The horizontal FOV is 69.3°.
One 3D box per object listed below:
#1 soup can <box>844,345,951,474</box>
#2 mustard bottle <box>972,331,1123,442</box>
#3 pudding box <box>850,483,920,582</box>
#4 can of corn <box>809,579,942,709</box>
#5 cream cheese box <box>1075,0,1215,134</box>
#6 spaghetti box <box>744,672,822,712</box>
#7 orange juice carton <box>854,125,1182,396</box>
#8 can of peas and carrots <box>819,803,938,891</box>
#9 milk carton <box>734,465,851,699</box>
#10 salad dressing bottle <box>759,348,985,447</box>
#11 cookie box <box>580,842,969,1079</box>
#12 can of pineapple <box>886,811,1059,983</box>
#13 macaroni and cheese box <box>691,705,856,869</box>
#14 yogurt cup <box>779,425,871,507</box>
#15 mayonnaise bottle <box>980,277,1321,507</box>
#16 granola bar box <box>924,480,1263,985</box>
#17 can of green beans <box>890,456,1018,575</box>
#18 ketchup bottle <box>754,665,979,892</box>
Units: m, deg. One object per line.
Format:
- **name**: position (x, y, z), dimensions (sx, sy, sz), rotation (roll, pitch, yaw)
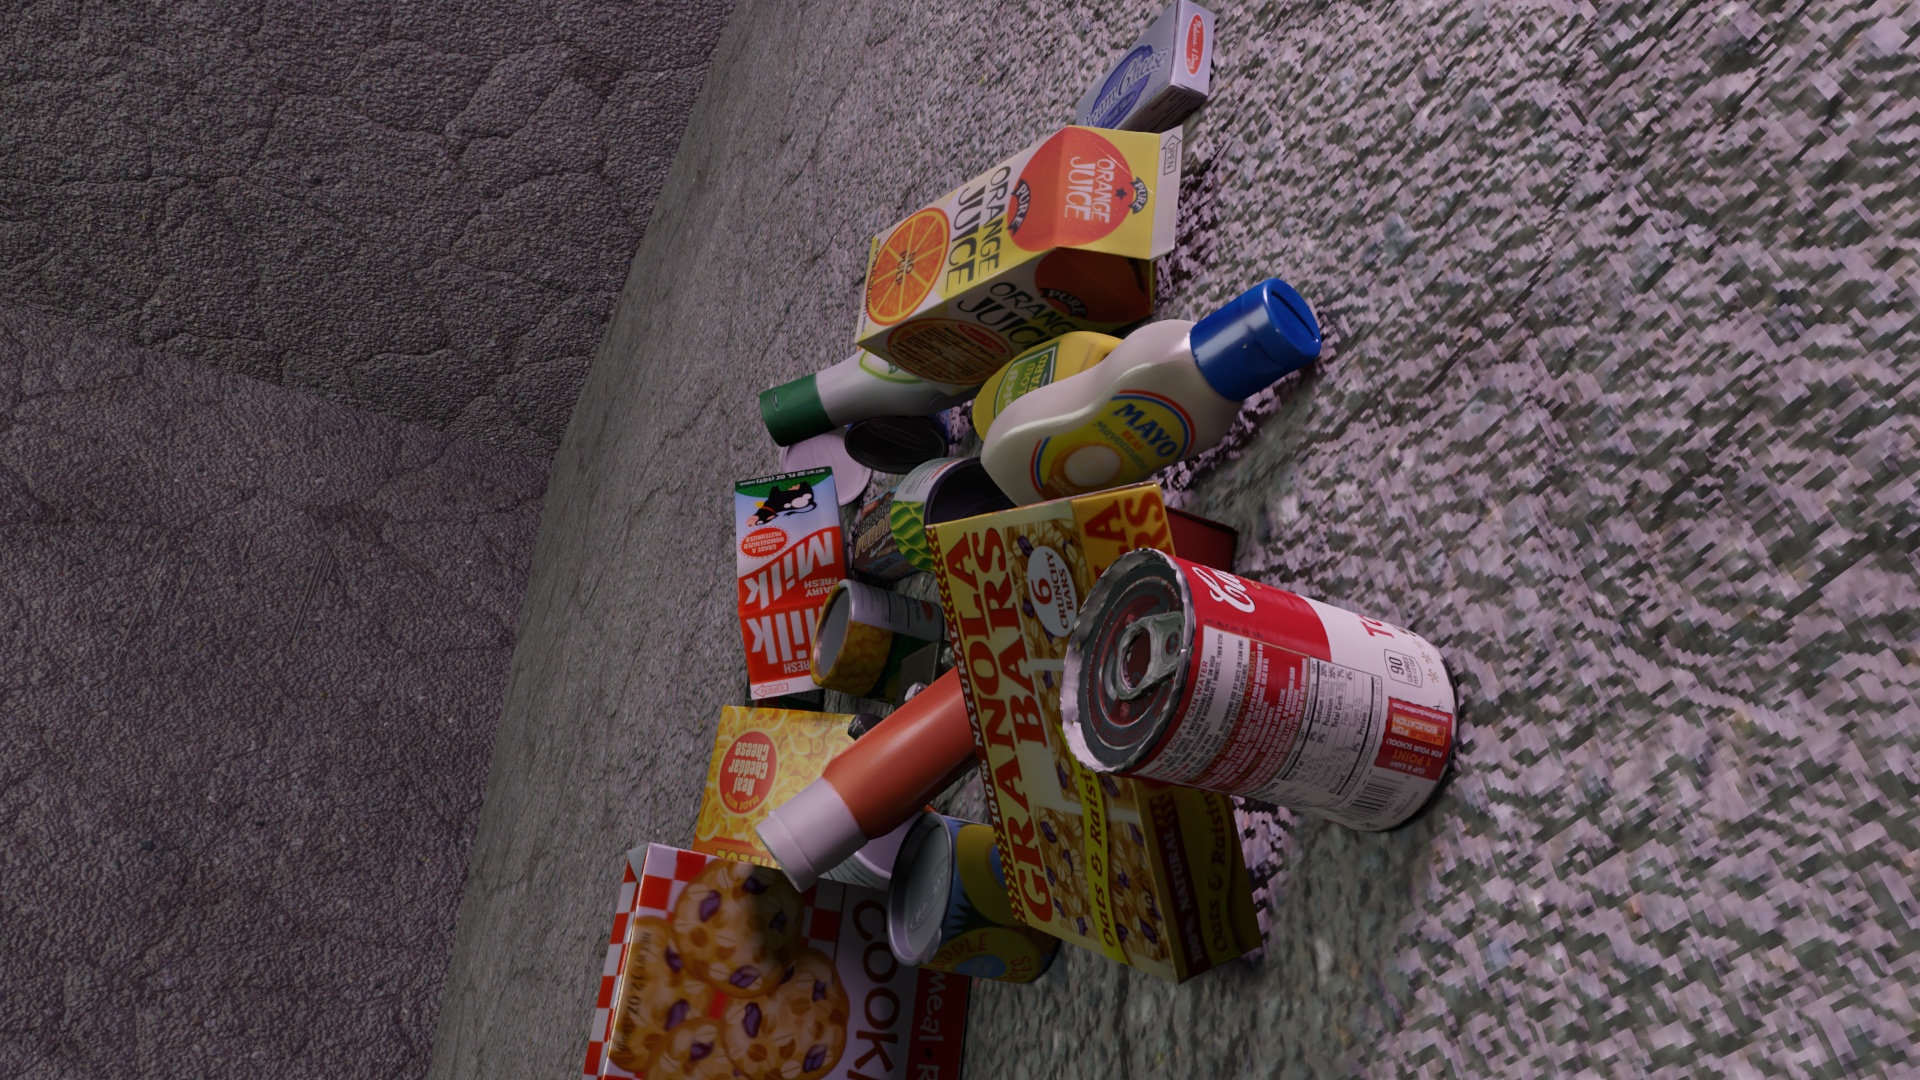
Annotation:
- **soup can**: position (-0.036, -0.095, 0.893), dimensions (0.071, 0.071, 0.084), rotation (-43, 36, 52)
- **mustard bottle**: position (0.042, -0.066, 0.703), dimensions (0.160, 0.049, 0.065), rotation (0, 75, 68)
- **pudding box**: position (-0.038, -0.006, 0.879), dimensions (0.083, 0.030, 0.050), rotation (-22, 54, 63)
- **can of corn**: position (-0.052, 0.063, 0.823), dimensions (0.070, 0.058, 0.071), rotation (-50, 31, 46)
- **cream cheese box**: position (0.094, -0.232, 0.734), dimensions (0.103, 0.024, 0.053), rotation (-30, 46, 60)
- **spaghetti box**: position (-0.125, 0.138, 0.957), dimensions (0.028, 0.050, 0.251), rotation (129, 150, -47)
- **orange juice carton**: position (0.036, -0.143, 0.707), dimensions (0.192, 0.073, 0.072), rotation (-17, 57, 45)
- **can of peas and carrots**: position (-0.044, 0.166, 0.722), dimensions (0.058, 0.071, 0.071), rotation (-58, 26, 32)
- **milk carton**: position (-0.108, 0.036, 0.929), dimensions (0.191, 0.072, 0.073), rotation (-105, 6, -52)
- **salad dressing bottle**: position (-0.046, -0.096, 0.830), dimensions (0.147, 0.044, 0.064), rotation (-20, 55, 10)
- **cookie box**: position (-0.078, 0.216, 0.628), dimensions (0.040, 0.167, 0.123), rotation (-32, 45, 55)
- **can of pineapple**: position (0.007, 0.159, 0.611), dimensions (0.070, 0.058, 0.071), rotation (-49, 32, 46)
- **macaroni and cheese box**: position (-0.108, 0.186, 0.828), dimensions (0.123, 0.040, 0.167), rotation (-3, 70, 40)
- **yogurt cup**: position (-0.103, -0.058, 1.033), dimensions (0.054, 0.072, 0.072), rotation (-163, 90, -77)
- **mayonnaise bottle**: position (0.078, -0.056, 0.576), dimensions (0.147, 0.064, 0.041), rotation (-31, 27, 39)
- **granola bar box**: position (0.045, 0.066, 0.517), dimensions (0.124, 0.039, 0.165), rotation (-11, 92, 65)
- **can of green beans**: position (0.002, -0.011, 0.737), dimensions (0.058, 0.071, 0.071), rotation (6, 80, 69)
- **ketchup bottle**: position (-0.023, 0.099, 0.631), dimensions (0.149, 0.043, 0.064), rotation (-35, -3, -15)
